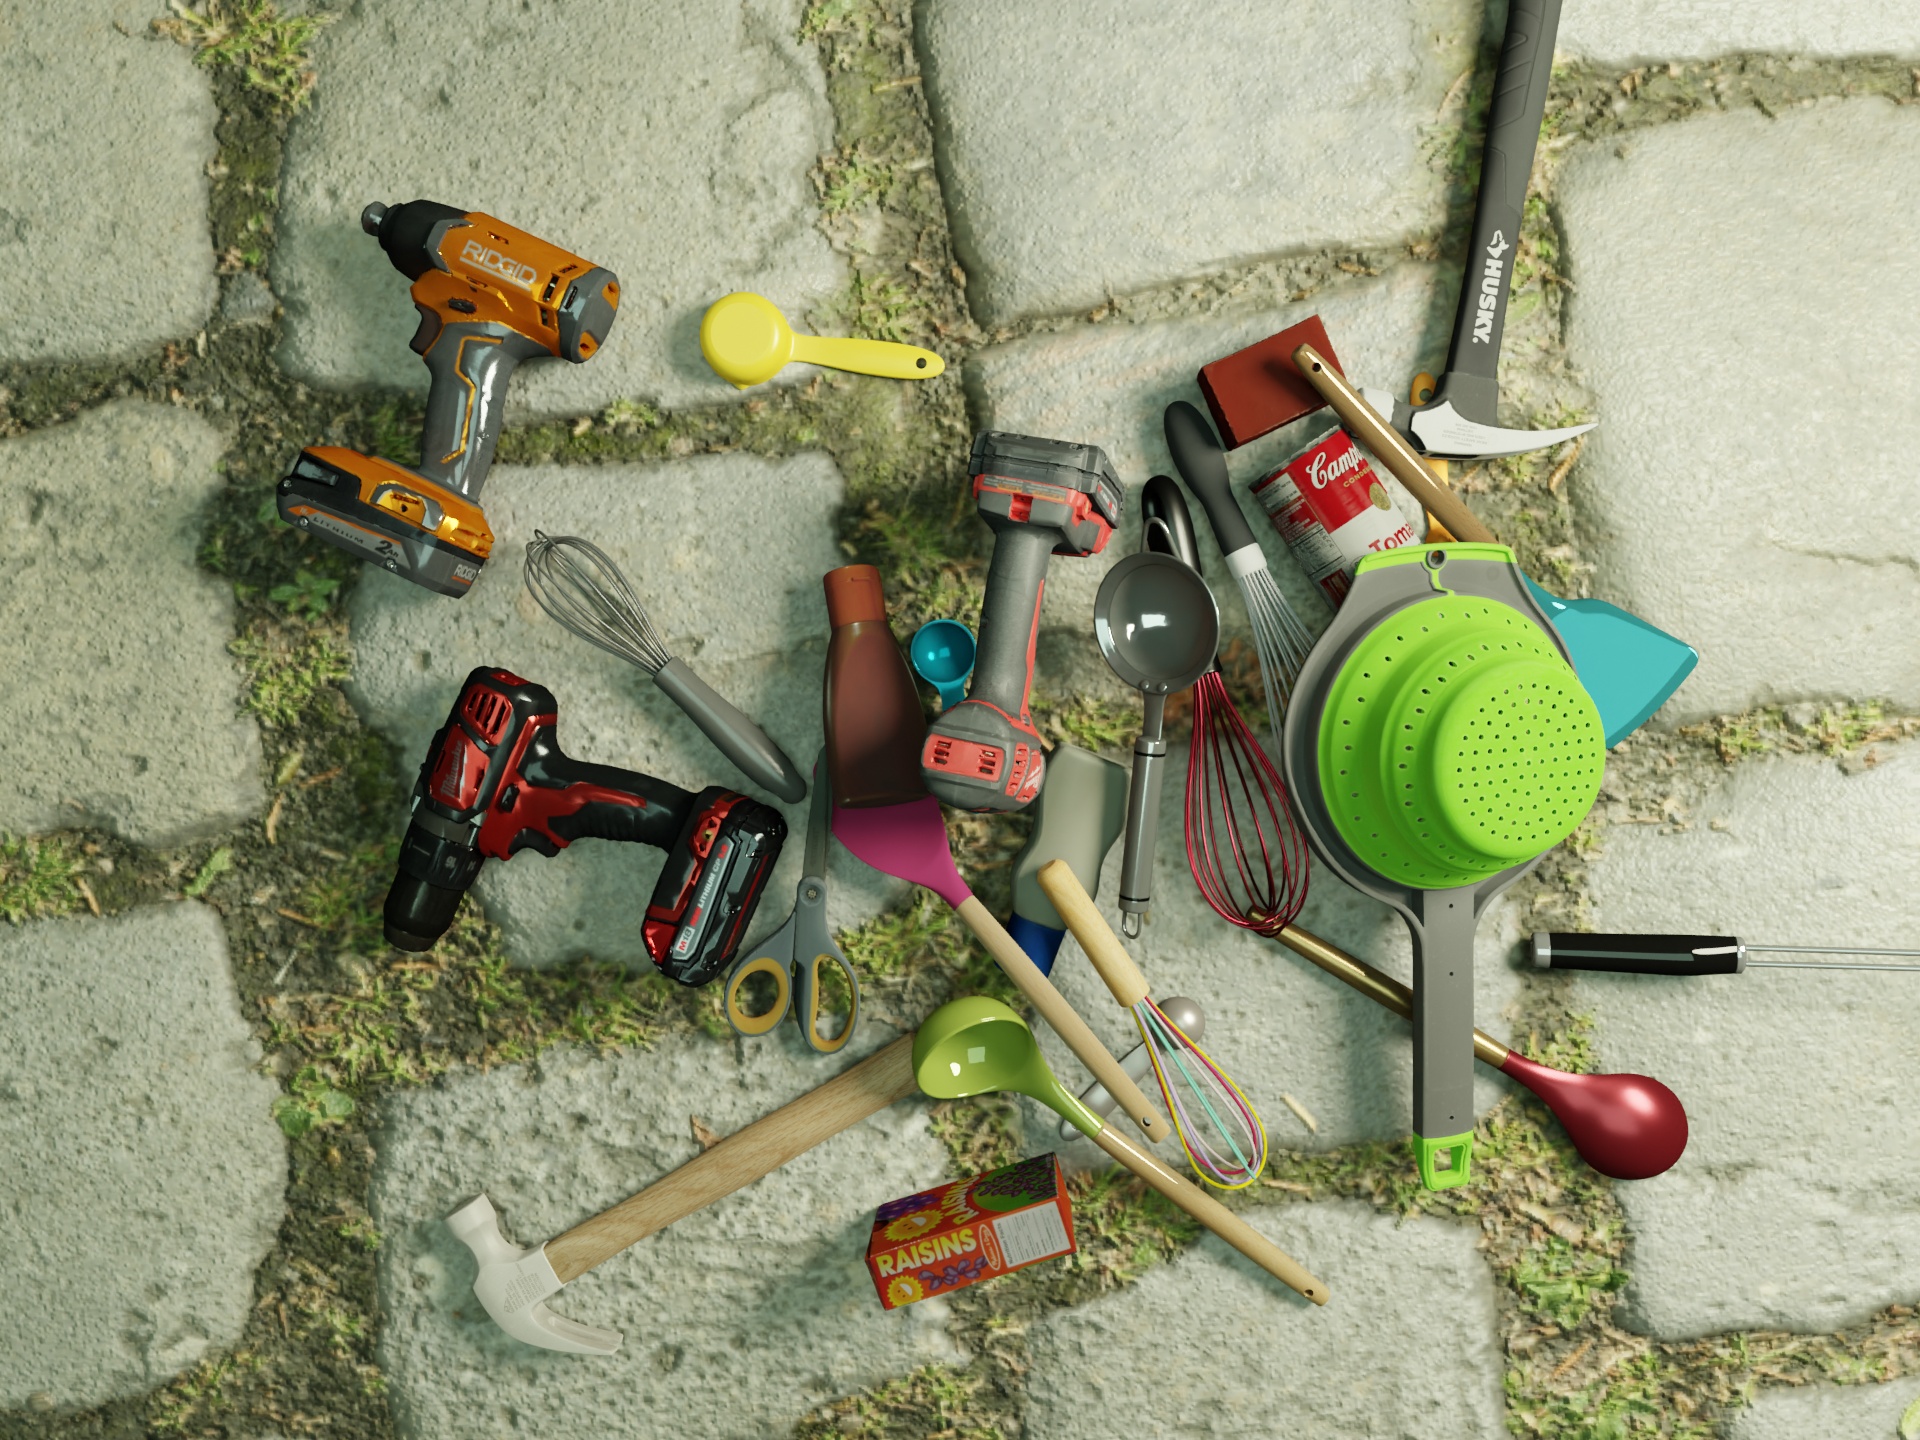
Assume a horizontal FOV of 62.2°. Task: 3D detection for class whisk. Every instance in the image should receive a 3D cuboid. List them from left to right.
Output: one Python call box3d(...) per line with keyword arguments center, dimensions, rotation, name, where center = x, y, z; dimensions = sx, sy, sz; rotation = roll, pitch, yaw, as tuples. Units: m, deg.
box3d(center=(-0.185, -0.033, 1.006), dimensions=(0.239, 0.055, 0.055), rotation=(44, 93, -4), name="whisk")
box3d(center=(0.117, 0.191, 0.983), dimensions=(0.047, 0.051, 0.245), rotation=(-31, 99, 14), name="whisk")
box3d(center=(0.155, -0.009, 0.987), dimensions=(0.073, 0.073, 0.296), rotation=(-13, 86, 3), name="whisk")
box3d(center=(0.190, -0.069, 0.988), dimensions=(0.070, 0.070, 0.284), rotation=(-24, 86, 3), name="whisk")

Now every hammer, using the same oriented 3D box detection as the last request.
box3d(center=(-0.163, 0.298, 1.026), dimensions=(0.331, 0.031, 0.130), rotation=(-30, 91, 3), name="hammer")
box3d(center=(0.338, -0.324, 0.975), dimensions=(0.146, 0.035, 0.335), rotation=(10, 91, -2), name="hammer")

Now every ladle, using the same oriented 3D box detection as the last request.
box3d(center=(0.105, 0.279, 0.996), dimensions=(0.320, 0.062, 0.078), rotation=(37, 113, -5), name="ladle")
box3d(center=(0.320, 0.199, 1.006), dimensions=(0.315, 0.031, 0.069), rotation=(30, 94, 3), name="ladle")

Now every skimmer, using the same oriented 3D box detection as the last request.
box3d(center=(0.544, 0.143, 0.992), dimensions=(0.363, 0.090, 0.127), rotation=(0, 95, 13), name="skimmer")

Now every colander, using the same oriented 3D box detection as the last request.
box3d(center=(0.300, 0.097, 0.923), dimensions=(0.204, 0.094, 0.397), rotation=(-5, 99, -16), name="colander")

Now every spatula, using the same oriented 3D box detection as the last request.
box3d(center=(0.314, -0.114, 0.964), dimensions=(0.317, 0.044, 0.082), rotation=(41, 98, -14), name="spatula")

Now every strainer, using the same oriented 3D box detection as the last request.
box3d(center=(0.115, 0.007, 0.960), dimensions=(0.087, 0.050, 0.258), rotation=(12, 102, 36), name="strainer")

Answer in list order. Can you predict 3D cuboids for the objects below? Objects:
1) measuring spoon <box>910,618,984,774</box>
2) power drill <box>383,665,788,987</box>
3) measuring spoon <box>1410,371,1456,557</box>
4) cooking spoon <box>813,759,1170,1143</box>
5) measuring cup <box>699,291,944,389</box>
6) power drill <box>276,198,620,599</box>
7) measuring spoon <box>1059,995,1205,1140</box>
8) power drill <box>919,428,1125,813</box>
box3d(center=(-0.002, -0.003, 1.018), dimensions=(0.042, 0.021, 0.128), rotation=(-11, 101, 4), name="measuring spoon")
box3d(center=(-0.244, 0.090, 1.001), dimensions=(0.227, 0.080, 0.188), rotation=(24, 93, 4), name="power drill")
box3d(center=(0.297, -0.161, 0.997), dimensions=(0.021, 0.011, 0.117), rotation=(-7, 92, 3), name="measuring spoon")
box3d(center=(0.019, 0.133, 0.984), dimensions=(0.069, 0.017, 0.319), rotation=(-43, 75, 5), name="cooking spoon")
box3d(center=(-0.088, -0.235, 1.001), dimensions=(0.156, 0.029, 0.062), rotation=(8, 93, 4), name="measuring cup")
box3d(center=(-0.332, -0.208, 0.990), dimensions=(0.164, 0.084, 0.226), rotation=(25, 89, 1), name="power drill")
box3d(center=(0.109, 0.227, 1.018), dimensions=(0.034, 0.018, 0.124), rotation=(44, 94, 0), name="measuring spoon")
box3d(center=(0.035, -0.051, 0.955), dimensions=(0.078, 0.143, 0.220), rotation=(12, 87, 15), name="power drill")
